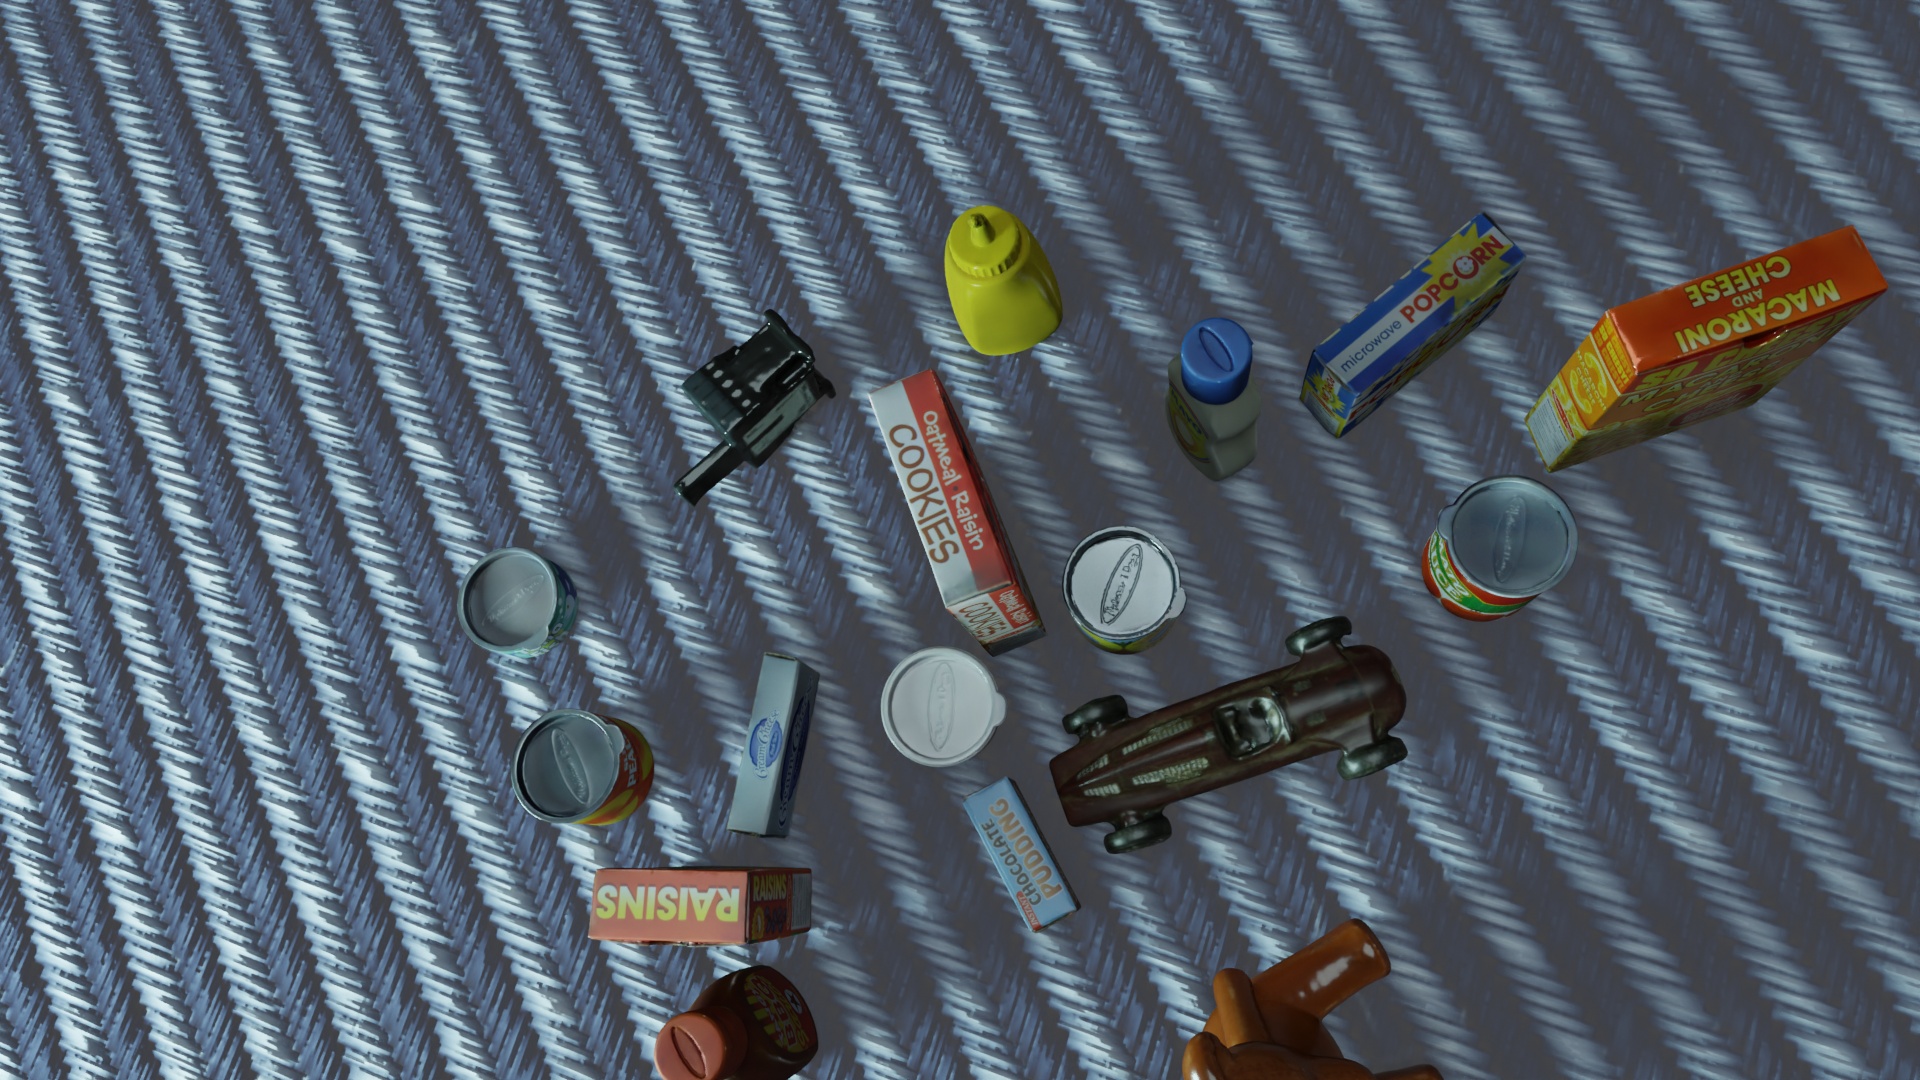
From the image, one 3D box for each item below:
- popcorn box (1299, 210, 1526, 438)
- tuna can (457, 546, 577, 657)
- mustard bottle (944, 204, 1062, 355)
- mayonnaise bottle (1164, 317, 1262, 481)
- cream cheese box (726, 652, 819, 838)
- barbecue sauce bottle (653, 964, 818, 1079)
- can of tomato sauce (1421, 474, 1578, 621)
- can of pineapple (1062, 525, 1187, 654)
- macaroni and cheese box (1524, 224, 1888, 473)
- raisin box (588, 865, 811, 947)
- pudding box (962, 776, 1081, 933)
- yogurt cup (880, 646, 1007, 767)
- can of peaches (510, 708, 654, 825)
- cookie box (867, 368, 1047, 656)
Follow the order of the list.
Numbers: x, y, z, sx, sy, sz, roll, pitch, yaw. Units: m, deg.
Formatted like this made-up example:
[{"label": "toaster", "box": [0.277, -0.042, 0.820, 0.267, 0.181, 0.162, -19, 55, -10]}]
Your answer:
[{"label": "popcorn box", "box": [0.257, -0.121, 0.801, 0.127, 0.085, 0.038, -39, 74, -2]}, {"label": "tuna can", "box": [-0.275, 0.041, 0.871, 0.071, 0.032, 0.071, -2, 76, 8]}, {"label": "mustard bottle", "box": [0.022, -0.156, 0.807, 0.065, 0.160, 0.049, -20, 75, 4]}, {"label": "mayonnaise bottle", "box": [0.141, -0.081, 0.777, 0.041, 0.148, 0.065, -32, 74, 1]}, {"label": "cream cheese box", "box": [-0.108, 0.121, 0.814, 0.024, 0.053, 0.104, 8, 78, 11]}, {"label": "barbecue sauce bottle", "box": [-0.119, 0.261, 0.732, 0.044, 0.148, 0.065, -36, 74, -1]}, {"label": "can of tomato sauce", "box": [0.292, 0.007, 0.765, 0.071, 0.083, 0.071, -2, 76, 8]}, {"label": "can of pineapple", "box": [0.095, 0.031, 0.803, 0.071, 0.057, 0.071, -2, 76, 8]}, {"label": "macaroni and cheese box", "box": [0.383, -0.094, 0.733, 0.124, 0.166, 0.040, -19, 75, 4]}, {"label": "raisin box", "box": [-0.139, 0.199, 0.763, 0.086, 0.123, 0.040, -1, 77, 9]}, {"label": "pudding box", "box": [0.035, 0.176, 0.780, 0.030, 0.049, 0.084, -29, 74, 1]}, {"label": "yogurt cup", "box": [-0.008, 0.098, 0.804, 0.072, 0.054, 0.072, -2, 76, 8]}, {"label": "can of peaches", "box": [-0.221, 0.135, 0.826, 0.071, 0.058, 0.071, -2, 76, 8]}, {"label": "cookie box", "box": [0.003, -0.010, 0.770, 0.040, 0.167, 0.123, -22, 74, 3]}]
